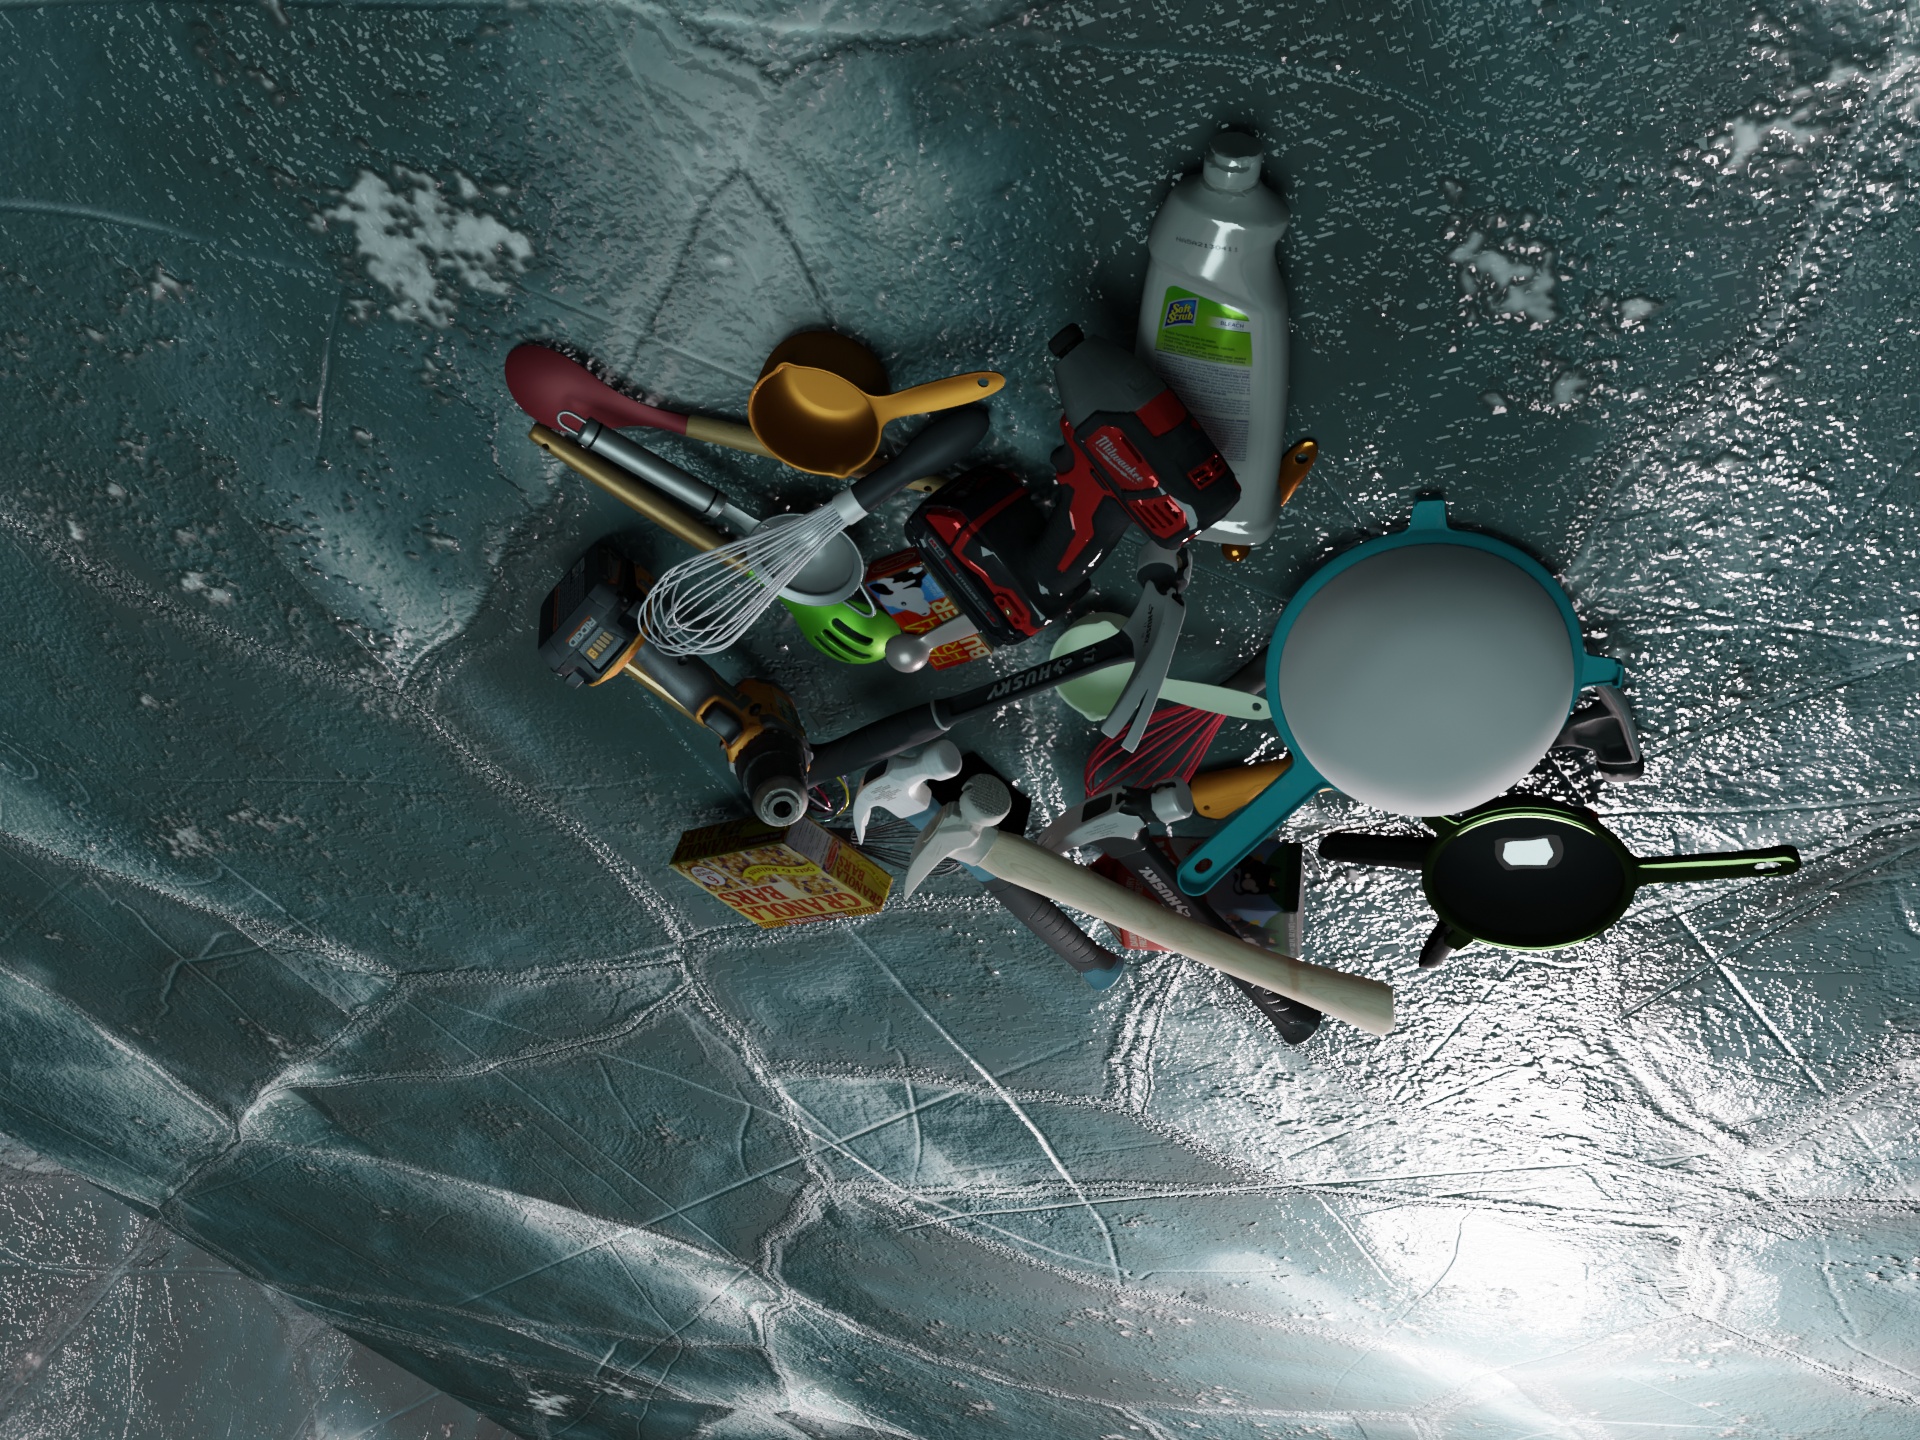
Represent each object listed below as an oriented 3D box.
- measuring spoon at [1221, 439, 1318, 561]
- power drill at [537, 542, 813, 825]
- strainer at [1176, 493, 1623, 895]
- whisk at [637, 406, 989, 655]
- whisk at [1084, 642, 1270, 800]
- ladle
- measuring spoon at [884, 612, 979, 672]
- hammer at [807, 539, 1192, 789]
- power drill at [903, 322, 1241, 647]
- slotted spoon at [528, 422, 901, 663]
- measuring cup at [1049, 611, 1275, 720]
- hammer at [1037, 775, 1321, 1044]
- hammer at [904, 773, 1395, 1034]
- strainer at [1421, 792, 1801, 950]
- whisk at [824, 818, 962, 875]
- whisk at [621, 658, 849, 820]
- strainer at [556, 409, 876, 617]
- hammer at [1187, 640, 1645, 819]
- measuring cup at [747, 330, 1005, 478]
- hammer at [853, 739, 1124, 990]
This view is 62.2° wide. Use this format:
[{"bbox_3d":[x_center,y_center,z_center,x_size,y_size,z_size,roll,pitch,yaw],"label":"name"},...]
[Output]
[{"bbox_3d":[0.205,-0.143,1.054,0.021,0.011,0.116,20,140,-9],"label":"measuring spoon"},{"bbox_3d":[-0.203,-0.018,1.189,0.226,0.185,0.084,39,100,-25],"label":"power drill"},{"bbox_3d":[0.270,0.027,1.078,0.211,0.095,0.340,39,114,-13],"label":"strainer"},{"bbox_3d":[-0.100,-0.128,1.072,0.284,0.070,0.070,-32,126,15],"label":"whisk"},{"bbox_3d":[0.188,-0.007,1.186,0.073,0.073,0.295,30,133,-19],"label":"whisk"},{"bbox_3d":[-0.160,-0.195,1.086,0.315,0.031,0.069,13,144,-2],"label":"ladle"},{"bbox_3d":[-0.006,-0.061,1.165,0.124,0.018,0.034,-22,129,32],"label":"measuring spoon"},{"bbox_3d":[-0.002,-0.004,1.163,0.036,0.149,0.409,35,143,-31],"label":"hammer"},{"bbox_3d":[0.062,-0.144,0.987,0.143,0.078,0.219,52,145,-4],"label":"power drill"},{"bbox_3d":[-0.178,-0.125,1.172,0.313,0.031,0.070,32,137,-20],"label":"slotted spoon"},{"bbox_3d":[0.149,-0.032,1.155,0.167,0.038,0.083,14,121,14],"label":"measuring cup"},{"bbox_3d":[0.195,0.169,1.291,0.146,0.035,0.334,-20,129,33],"label":"hammer"},{"bbox_3d":[0.157,0.165,1.245,0.410,0.038,0.146,24,139,-13],"label":"hammer"},{"bbox_3d":[0.473,0.094,1.175,0.256,0.069,0.151,-6,128,21],"label":"strainer"},{"bbox_3d":[-0.097,0.109,1.412,0.239,0.055,0.055,1,139,20],"label":"whisk"},{"bbox_3d":[-0.193,0.013,1.328,0.244,0.051,0.047,37,141,-22],"label":"whisk"},{"bbox_3d":[-0.163,-0.150,1.109,0.258,0.050,0.087,28,136,-25],"label":"strainer"},{"bbox_3d":[0.328,0.025,1.202,0.337,0.034,0.127,-12,135,28],"label":"hammer"},{"bbox_3d":[-0.050,-0.213,1.013,0.173,0.052,0.095,-8,136,21],"label":"measuring cup"},{"bbox_3d":[0.035,0.134,1.330,0.128,0.033,0.330,-20,131,34],"label":"hammer"}]
